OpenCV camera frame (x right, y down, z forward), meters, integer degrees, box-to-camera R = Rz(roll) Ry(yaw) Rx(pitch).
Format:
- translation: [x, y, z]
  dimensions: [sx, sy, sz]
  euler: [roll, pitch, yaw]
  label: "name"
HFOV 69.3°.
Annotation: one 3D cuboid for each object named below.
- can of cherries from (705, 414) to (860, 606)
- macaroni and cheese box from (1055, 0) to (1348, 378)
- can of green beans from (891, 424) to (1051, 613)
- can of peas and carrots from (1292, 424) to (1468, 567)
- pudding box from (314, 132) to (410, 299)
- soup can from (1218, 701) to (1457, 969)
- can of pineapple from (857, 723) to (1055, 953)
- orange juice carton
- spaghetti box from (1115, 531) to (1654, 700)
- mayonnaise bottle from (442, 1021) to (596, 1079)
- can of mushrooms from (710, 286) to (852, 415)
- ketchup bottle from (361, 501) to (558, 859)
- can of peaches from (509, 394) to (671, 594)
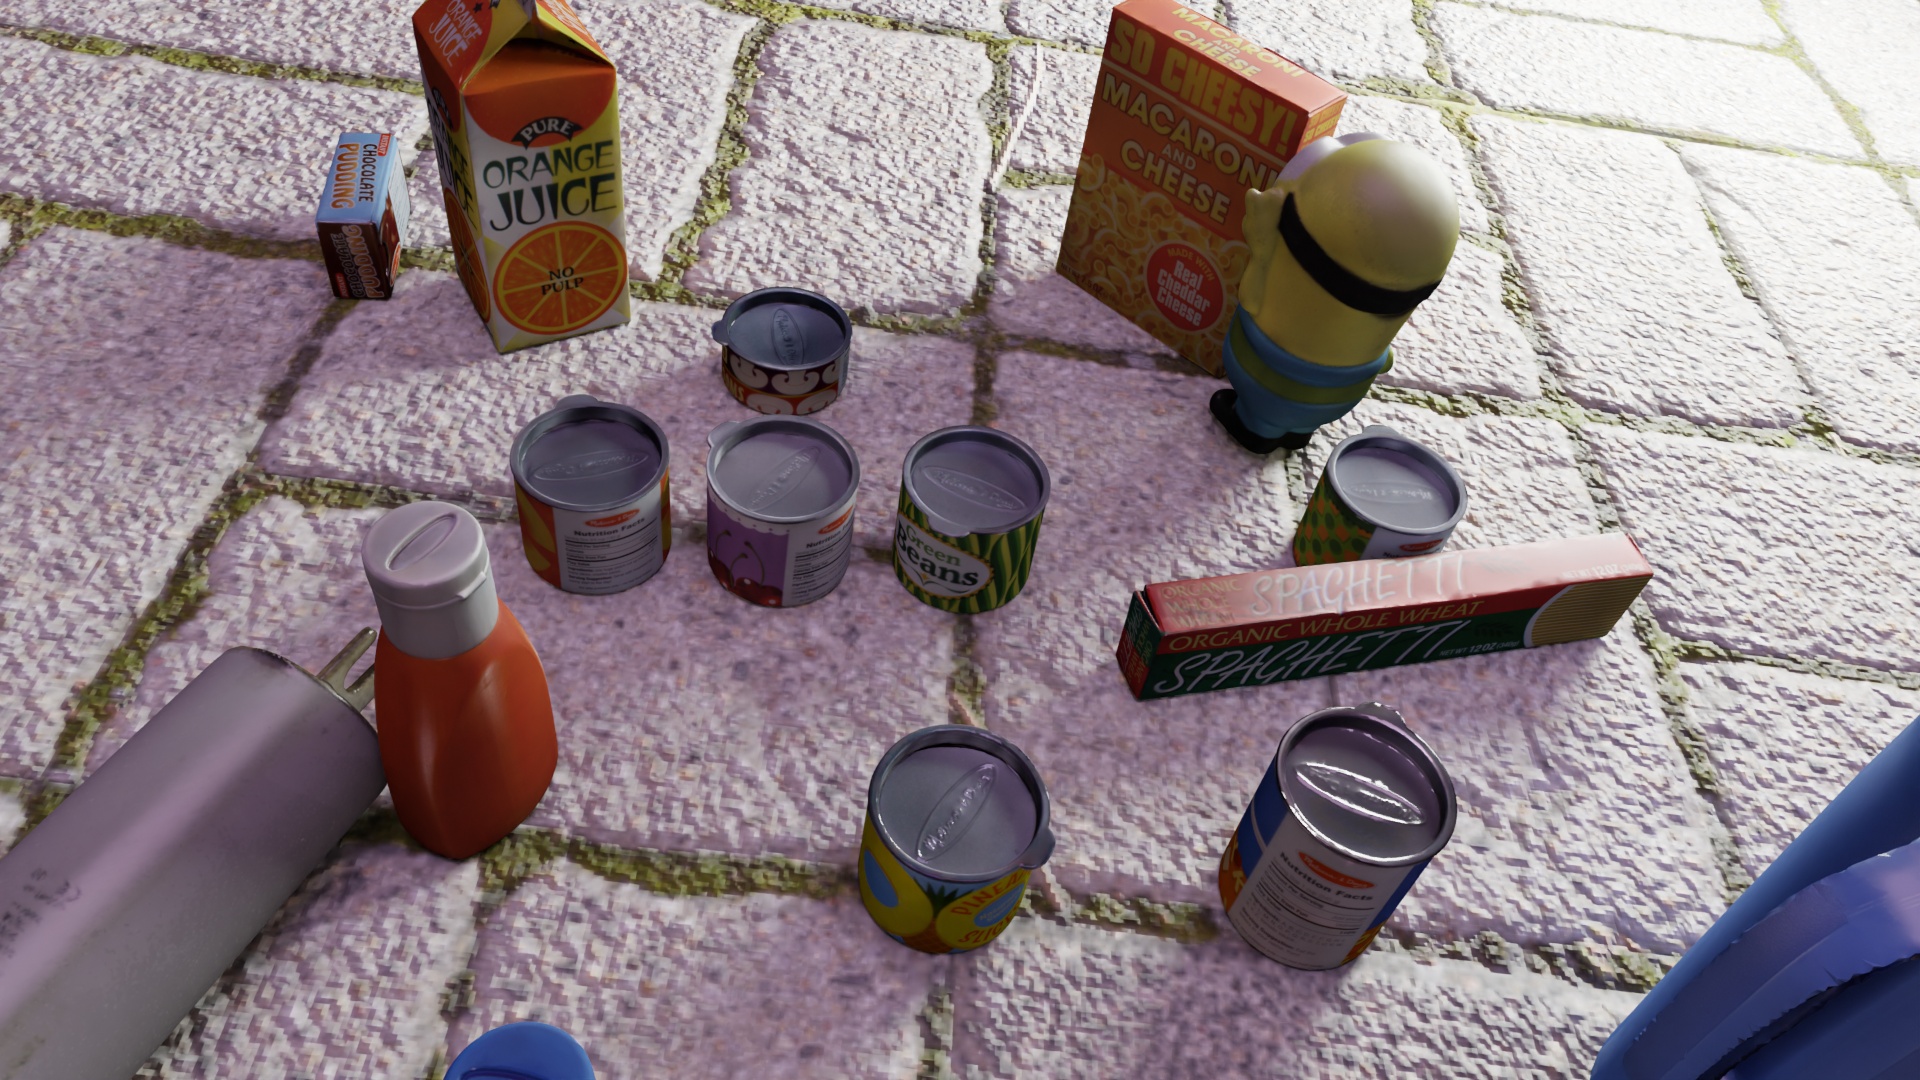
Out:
- translation: [-0.082, -0.014, 0.620]
  dimensions: [0.071, 0.058, 0.072]
  euler: [5, 47, -5]
  label: "can of cherries"
- translation: [0.121, -0.187, 0.740]
  dimensions: [0.124, 0.165, 0.040]
  euler: [38, 53, 23]
  label: "macaroni and cheese box"
- translation: [0.004, -0.009, 0.631]
  dimensions: [0.071, 0.057, 0.071]
  euler: [5, 47, -5]
  label: "can of green beans"
- translation: [0.198, -0.010, 0.665]
  dimensions: [0.071, 0.058, 0.071]
  euler: [5, 47, -5]
  label: "can of peas and carrots"
- translation: [-0.312, -0.171, 0.729]
  dimensions: [0.030, 0.049, 0.084]
  euler: [-1, 48, -11]
  label: "pudding box"
- translation: [0.141, 0.112, 0.526]
  dimensions: [0.071, 0.083, 0.072]
  euler: [5, 47, -5]
  label: "soup can"
- translation: [-0.003, 0.113, 0.518]
  dimensions: [0.071, 0.057, 0.071]
  euler: [5, 47, -5]
  label: "can of pineapple"
- translation: [-0.209, -0.191, 0.668]
  dimensions: [0.073, 0.191, 0.072]
  euler: [-19, 54, -25]
  label: "orange juice carton"
- translation: [0.194, 0.033, 0.631]
  dimensions: [0.250, 0.049, 0.029]
  euler: [-6, 49, -15]
  label: "spaghetti box"
- translation: [-0.114, 0.178, 0.378]
  dimensions: [0.065, 0.147, 0.041]
  euler: [14, 47, 3]
  label: "mayonnaise bottle"
- translation: [-0.092, -0.097, 0.711]
  dimensions: [0.071, 0.033, 0.071]
  euler: [5, 47, -5]
  label: "can of mushrooms"
- translation: [-0.175, 0.049, 0.484]
  dimensions: [0.043, 0.148, 0.065]
  euler: [26, 49, 14]
  label: "ketchup bottle"
- translation: [-0.161, -0.020, 0.612]
  dimensions: [0.071, 0.057, 0.071]
  euler: [5, 47, -5]
  label: "can of peaches"
